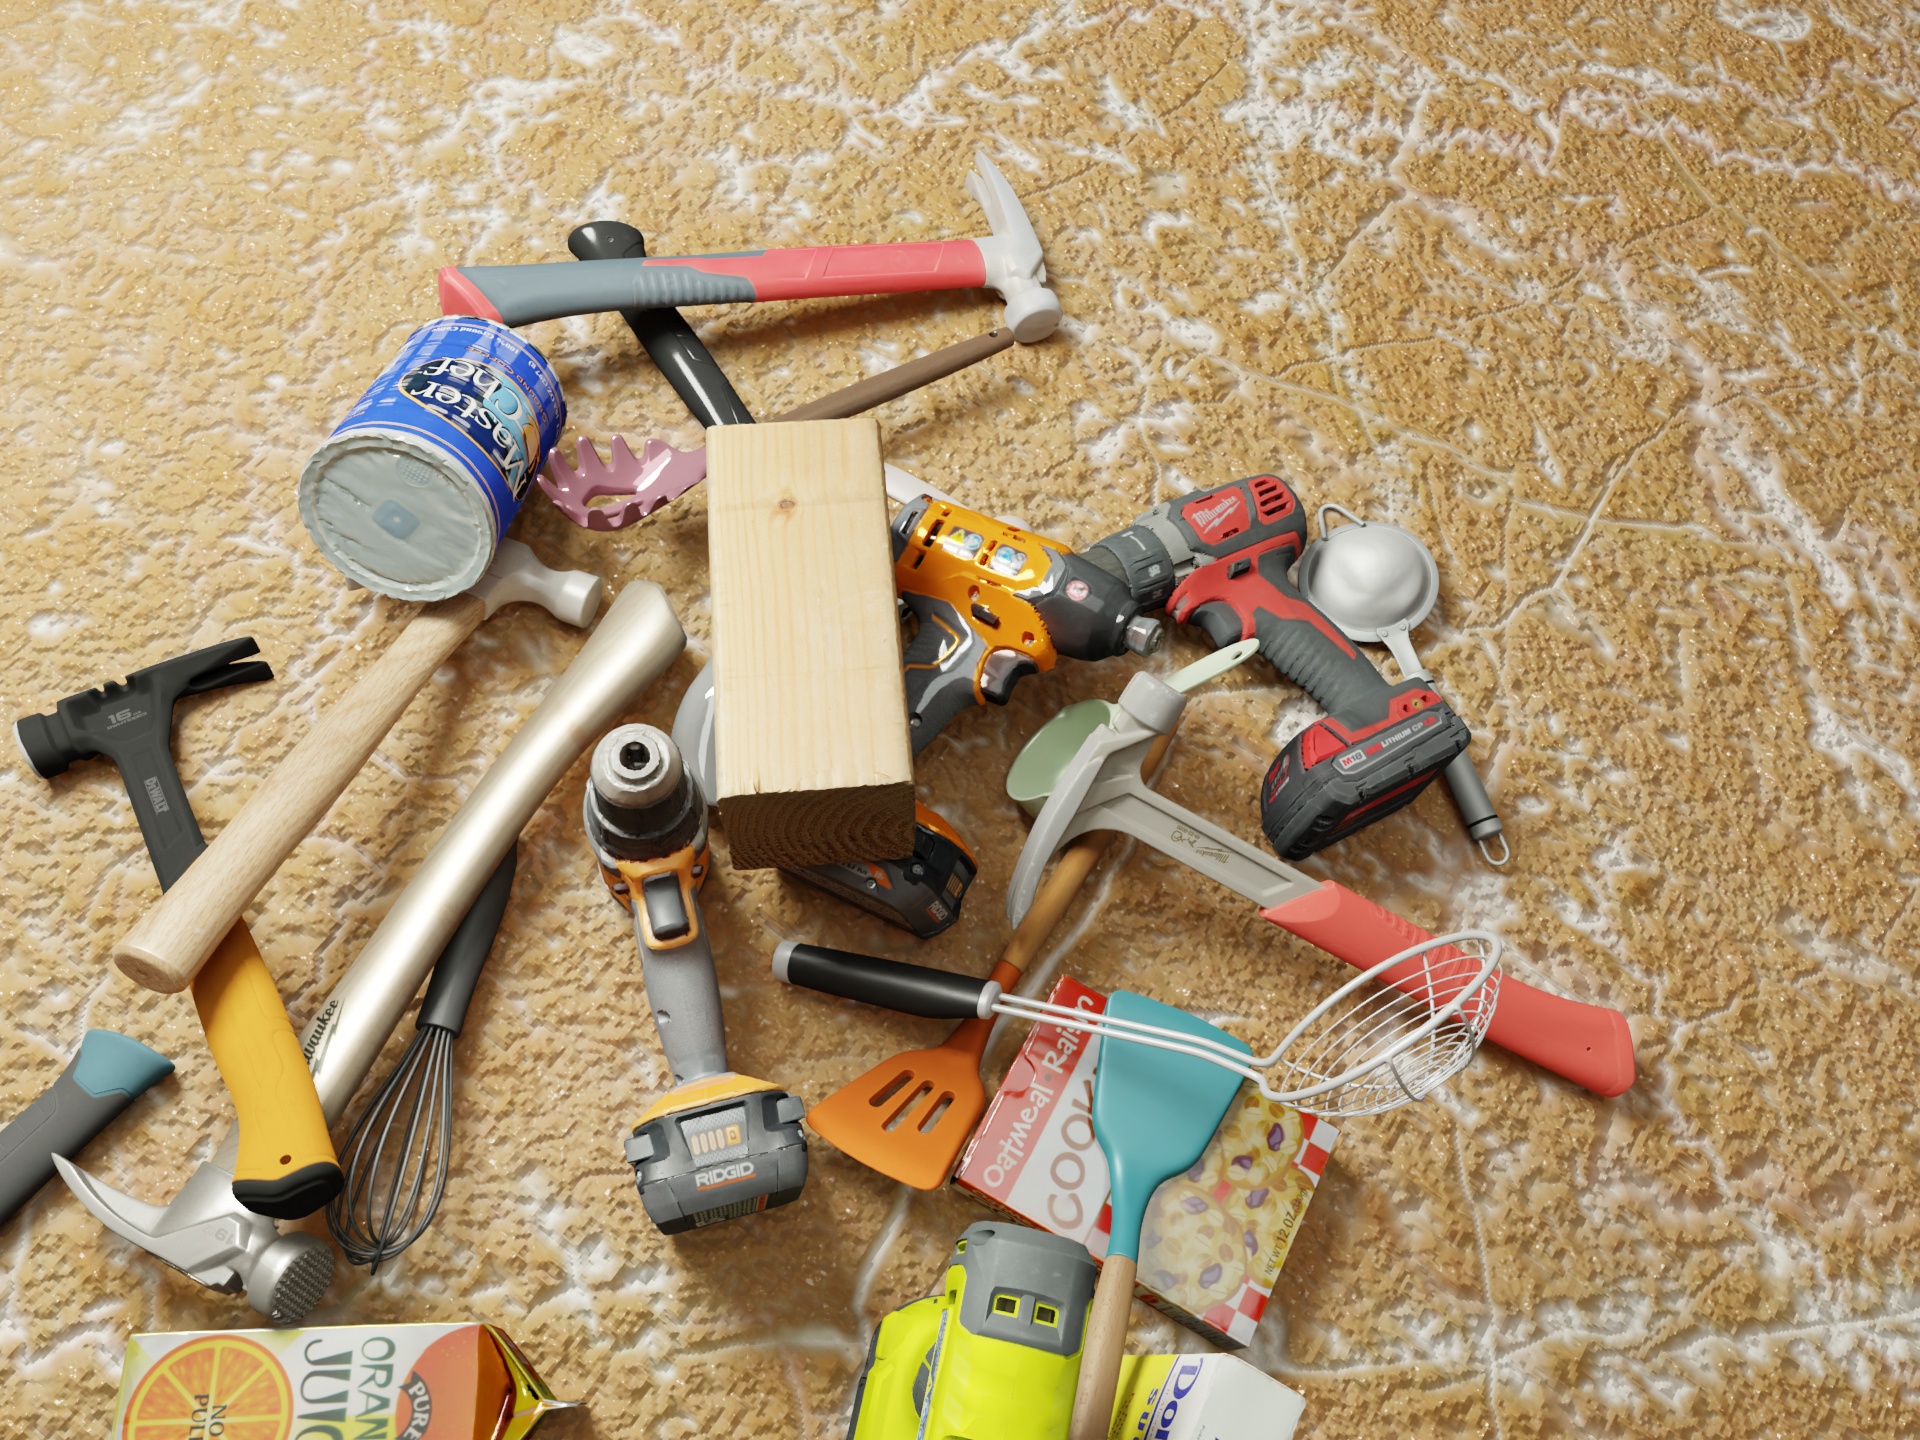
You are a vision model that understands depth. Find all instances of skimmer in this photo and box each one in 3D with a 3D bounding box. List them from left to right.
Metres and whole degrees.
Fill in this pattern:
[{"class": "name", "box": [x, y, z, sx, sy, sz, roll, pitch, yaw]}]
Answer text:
[{"class": "skimmer", "box": [0.072, 0.122, 0.780, 0.363, 0.090, 0.127, 8, 18, 21]}]

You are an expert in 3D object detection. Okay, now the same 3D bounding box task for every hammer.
[{"class": "hammer", "box": [-0.504, 0.270, 0.719, 0.128, 0.033, 0.331, 38, 66, 10]}, {"class": "hammer", "box": [-0.358, 0.091, 0.770, 0.127, 0.034, 0.337, -25, 54, -19]}, {"class": "hammer", "box": [-0.313, 0.005, 0.812, 0.130, 0.031, 0.331, 20, 43, 3]}, {"class": "hammer", "box": [-0.270, 0.084, 0.808, 0.146, 0.038, 0.411, 17, 58, 21]}, {"class": "hammer", "box": [-0.148, -0.182, 0.979, 0.146, 0.035, 0.335, -30, 73, -21]}, {"class": "hammer", "box": [-0.129, -0.291, 0.998, 0.386, 0.038, 0.143, -10, 66, -23]}, {"class": "hammer", "box": [0.206, 0.120, 0.855, 0.359, 0.037, 0.149, 29, 98, -10]}]

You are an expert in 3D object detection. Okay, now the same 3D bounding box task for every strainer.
[{"class": "strainer", "box": [0.279, -0.032, 0.975, 0.087, 0.050, 0.259, -20, 73, 0]}]

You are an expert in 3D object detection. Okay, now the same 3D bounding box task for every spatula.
[{"class": "spatula", "box": [0.039, 0.112, 0.870, 0.081, 0.041, 0.323, 22, 60, 26]}, {"class": "spatula", "box": [0.071, 0.265, 0.726, 0.082, 0.044, 0.318, 24, 42, -2]}]

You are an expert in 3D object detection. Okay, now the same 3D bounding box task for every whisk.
[{"class": "whisk", "box": [-0.263, 0.157, 0.804, 0.055, 0.055, 0.239, 11, 59, -4]}]

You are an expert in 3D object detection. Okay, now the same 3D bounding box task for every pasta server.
[{"class": "pasta server", "box": [-0.099, -0.182, 0.948, 0.316, 0.040, 0.060, -27, 61, -22]}]

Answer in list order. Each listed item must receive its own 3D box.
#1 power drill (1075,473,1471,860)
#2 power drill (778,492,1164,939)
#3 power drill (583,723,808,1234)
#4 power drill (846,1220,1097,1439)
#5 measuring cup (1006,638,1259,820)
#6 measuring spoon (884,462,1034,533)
[{"class": "power drill", "box": [0.164, -0.034, 0.932, 0.188, 0.080, 0.227, -23, 67, -24]}, {"class": "power drill", "box": [-0.001, -0.003, 0.858, 0.164, 0.084, 0.226, 22, 74, 22]}, {"class": "power drill", "box": [-0.134, 0.120, 0.763, 0.084, 0.185, 0.226, -12, 71, -12]}, {"class": "power drill", "box": [-0.003, 0.314, 0.670, 0.080, 0.223, 0.171, 14, 64, -2]}, {"class": "measuring cup", "box": [0.101, 0.007, 0.875, 0.038, 0.167, 0.083, 48, 29, -22]}, {"class": "measuring spoon", "box": [-0.009, -0.135, 0.988, 0.124, 0.018, 0.034, 28, 65, 5]}]
